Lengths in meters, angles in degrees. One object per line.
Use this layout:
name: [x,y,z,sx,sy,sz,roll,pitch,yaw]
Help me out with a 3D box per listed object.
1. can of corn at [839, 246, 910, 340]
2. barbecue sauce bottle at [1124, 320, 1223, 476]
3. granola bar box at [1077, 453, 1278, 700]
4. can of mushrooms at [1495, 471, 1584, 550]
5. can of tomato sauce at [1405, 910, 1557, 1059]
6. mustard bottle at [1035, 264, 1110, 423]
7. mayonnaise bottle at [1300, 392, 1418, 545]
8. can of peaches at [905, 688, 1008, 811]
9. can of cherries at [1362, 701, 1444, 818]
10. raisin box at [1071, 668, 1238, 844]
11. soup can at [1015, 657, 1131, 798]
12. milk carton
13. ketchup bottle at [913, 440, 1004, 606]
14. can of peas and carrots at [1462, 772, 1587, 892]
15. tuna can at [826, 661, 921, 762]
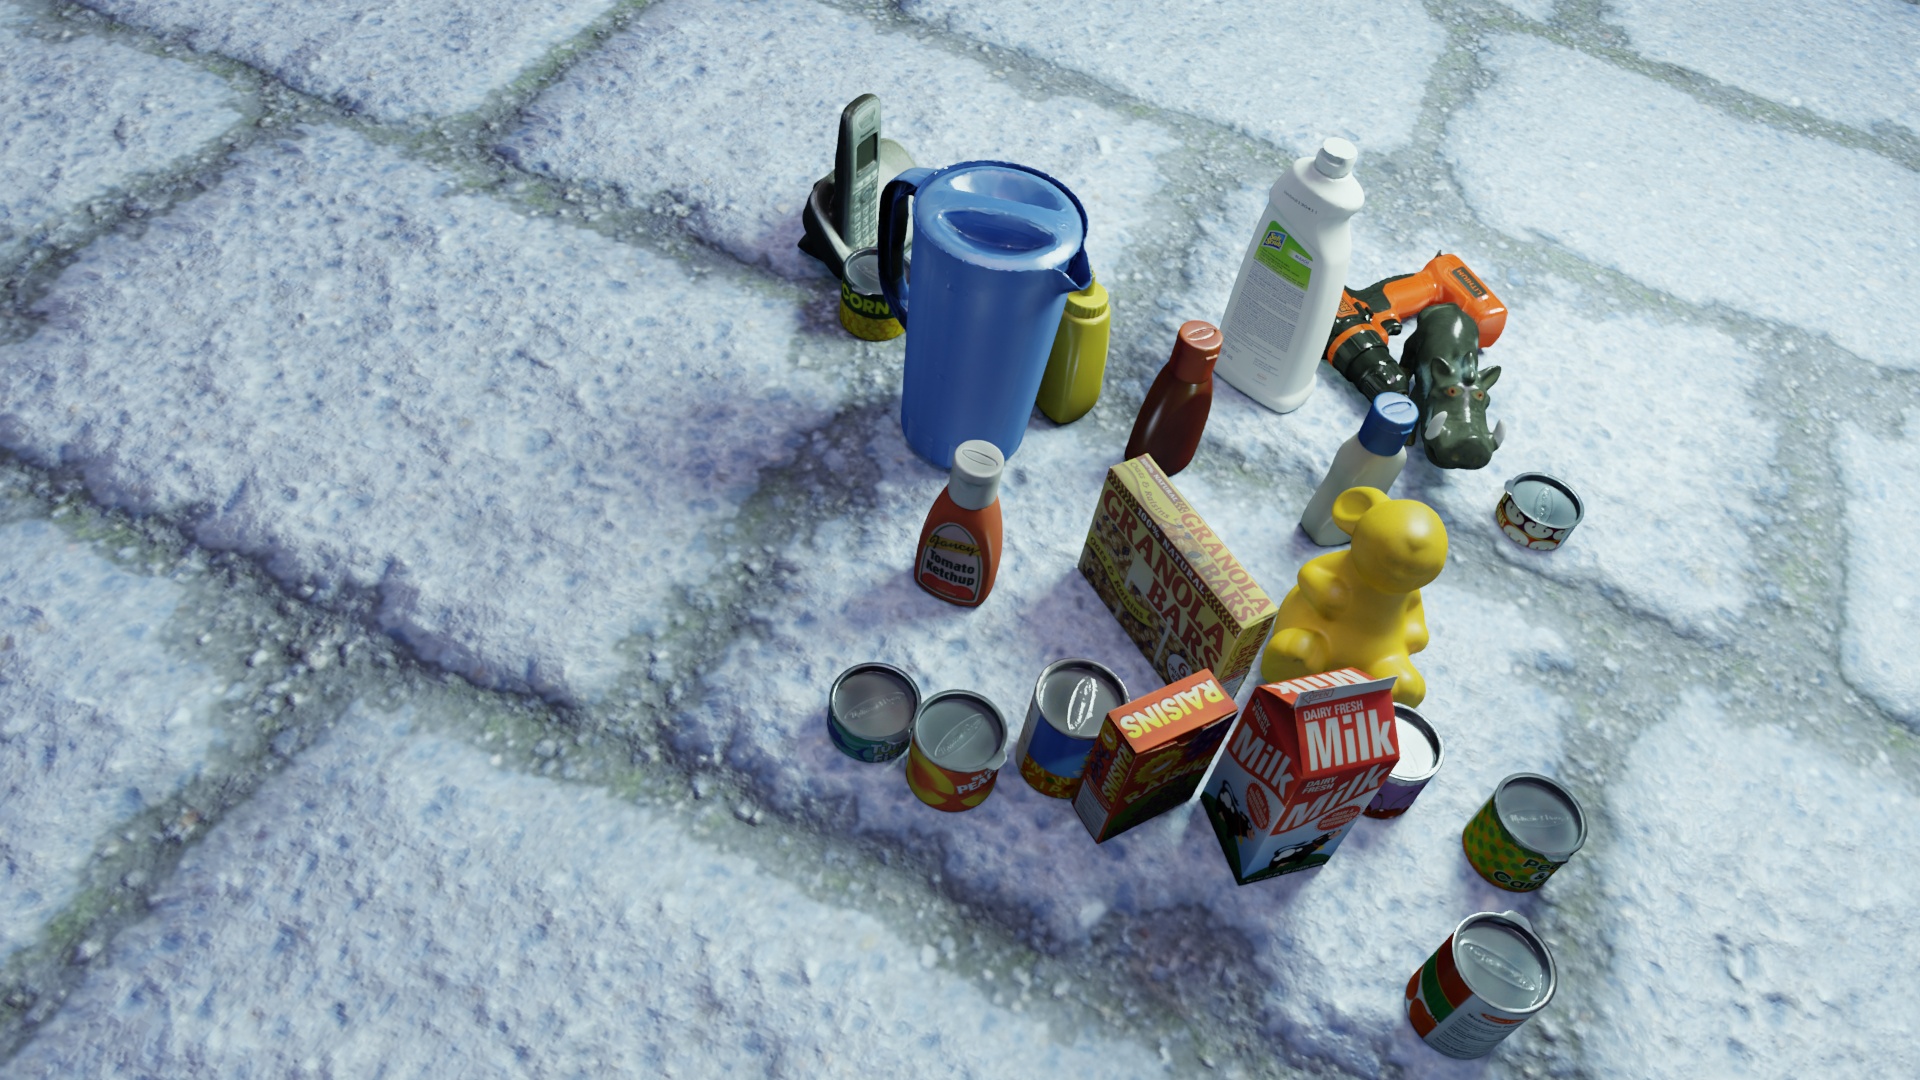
can of corn: [-0.077,-0.222,1.263,0.071,0.058,0.071,5,50,-6]
barbecue sauce bottle: [0.182,-0.117,1.161,0.065,0.147,0.044,-19,56,-24]
granola bar box: [0.159,0.035,1.045,0.039,0.123,0.166,-20,56,-24]
can of mushrooms: [0.505,-0.027,1.217,0.071,0.033,0.071,5,50,-6]
can of tomato sauce: [0.332,0.285,0.892,0.071,0.082,0.071,5,50,-6]
mustard bottle: [0.099,-0.173,1.185,0.049,0.159,0.065,-22,57,-25]
mayonnaise bottle: [0.330,-0.058,1.137,0.065,0.147,0.041,-15,55,-21]
can of peaches: [-0.002,0.148,0.965,0.071,0.057,0.071,5,50,-6]
can of cherries: [0.306,0.160,1.009,0.071,0.058,0.072,5,50,-6]
raisin box: [0.130,0.148,0.945,0.086,0.122,0.040,-19,56,-24]
soup can: [0.080,0.134,0.974,0.071,0.083,0.072,5,50,-6]
milk carton: [0.226,0.148,0.918,0.072,0.189,0.074,-8,52,-16]
ketchup bottle: [0.004,-0.013,1.042,0.065,0.148,0.044,21,50,8]
can of peas and carrots: [0.400,0.209,0.984,0.071,0.058,0.071,5,50,-6]
tuna can: [-0.061,0.125,0.991,0.071,0.032,0.071,5,50,-6]
